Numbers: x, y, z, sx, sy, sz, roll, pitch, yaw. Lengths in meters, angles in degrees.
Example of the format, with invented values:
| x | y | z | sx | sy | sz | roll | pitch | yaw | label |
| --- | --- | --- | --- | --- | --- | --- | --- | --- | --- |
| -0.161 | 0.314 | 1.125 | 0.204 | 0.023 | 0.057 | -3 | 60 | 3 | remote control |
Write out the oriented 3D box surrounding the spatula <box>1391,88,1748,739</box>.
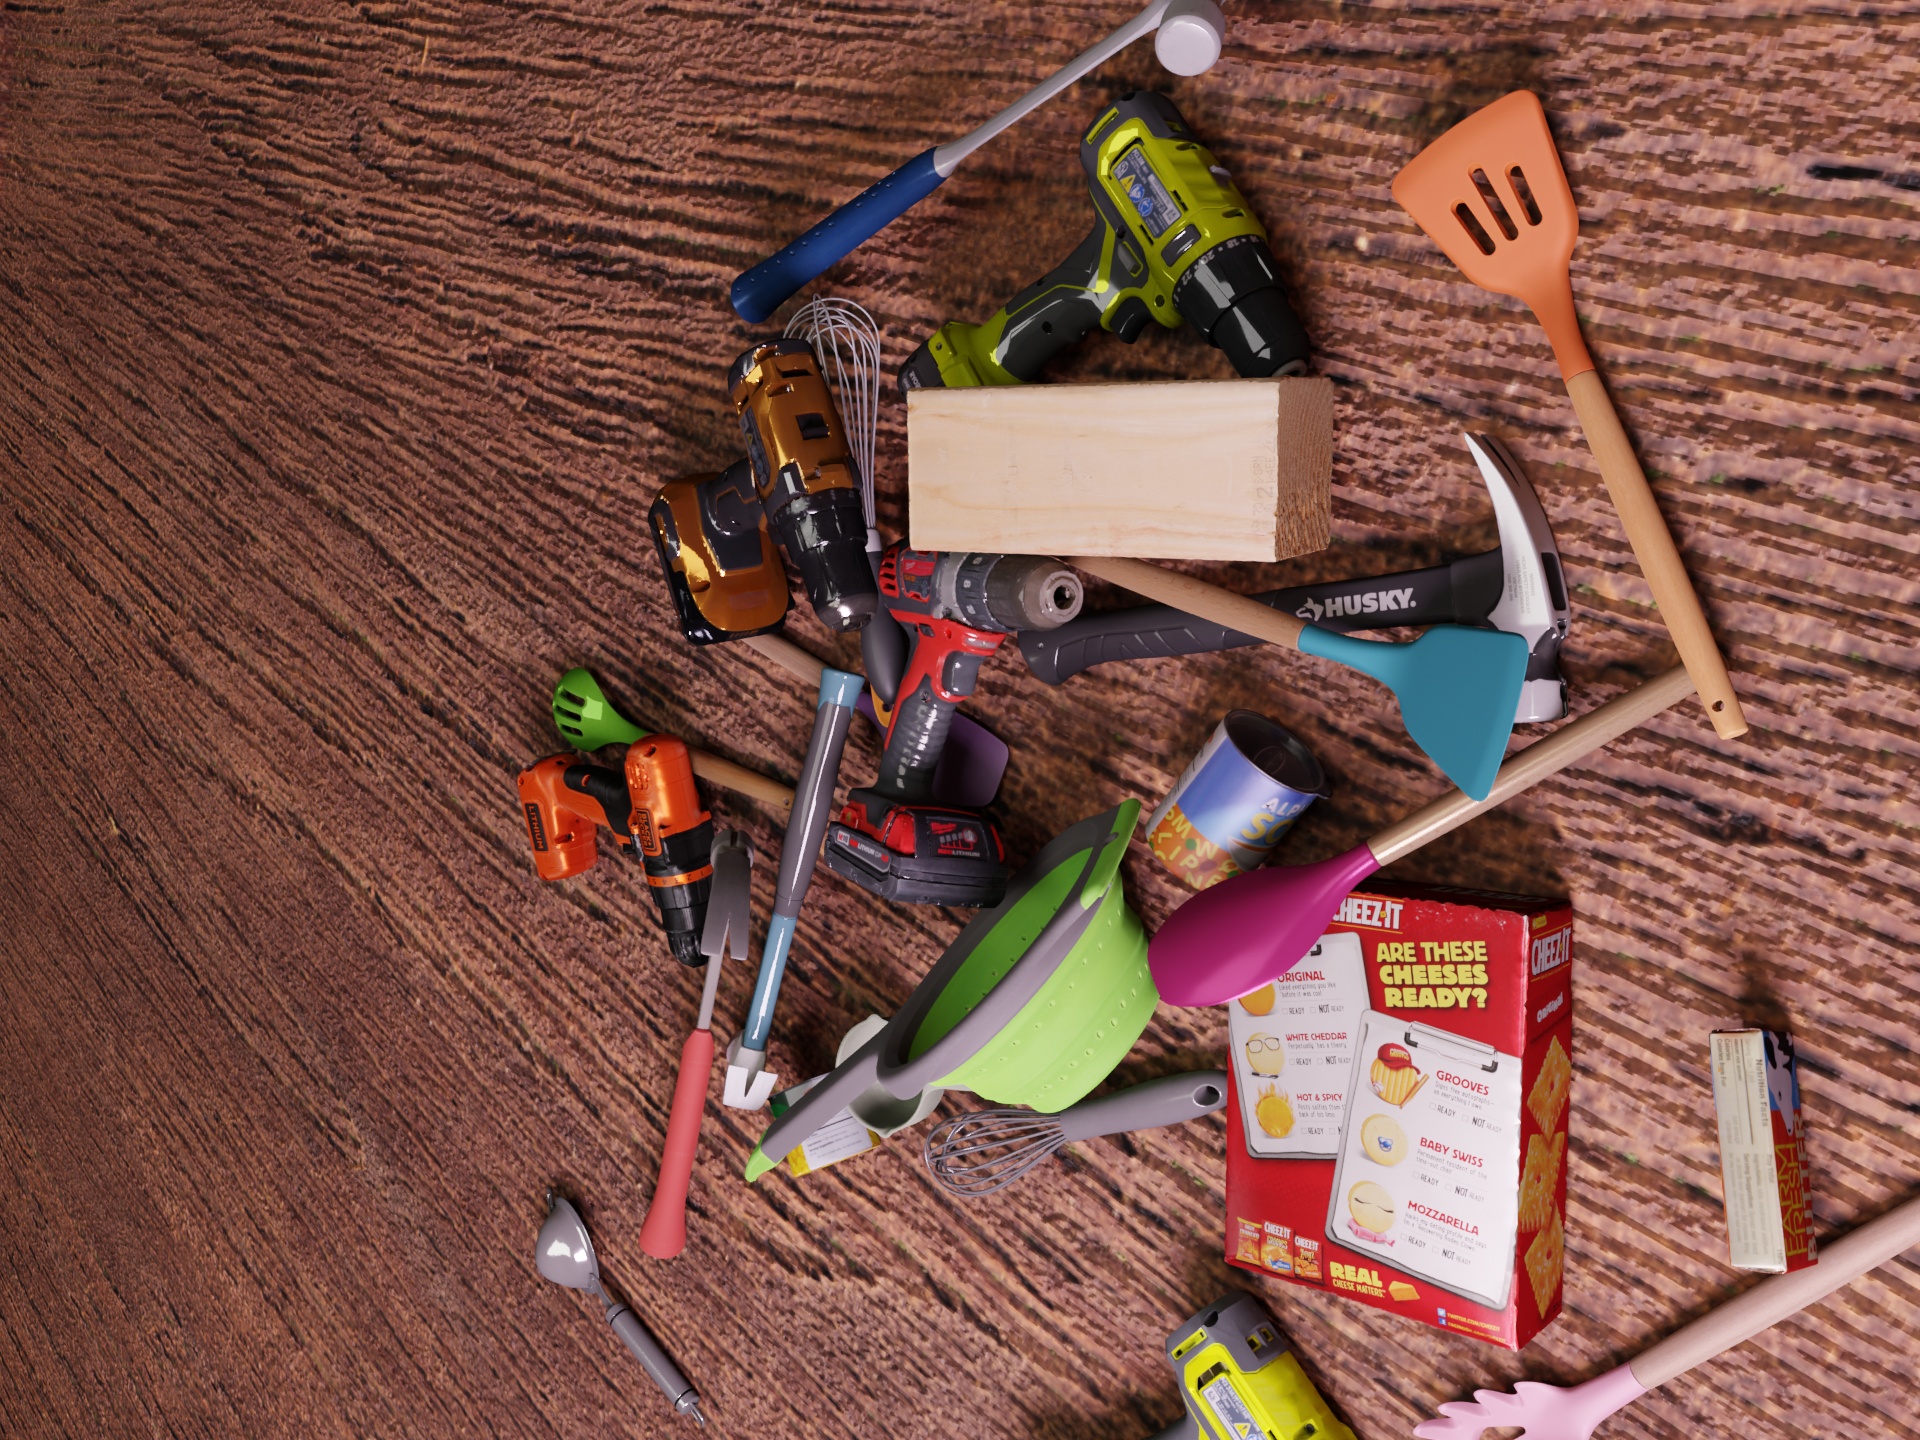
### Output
| x | y | z | sx | sy | sz | roll | pitch | yaw | label |
| --- | --- | --- | --- | --- | --- | --- | --- | --- | --- |
| 0.299 | -0.142 | 0.753 | 0.081 | 0.041 | 0.323 | -29 | 70 | 38 | spatula |

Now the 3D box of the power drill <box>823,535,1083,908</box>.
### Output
| x | y | z | sx | sy | sz | roll | pitch | yaw | label |
| --- | --- | --- | --- | --- | --- | --- | --- | --- | --- |
| -0.002 | -0.003 | 0.968 | 0.188 | 0.080 | 0.226 | 16 | 96 | 60 | power drill |

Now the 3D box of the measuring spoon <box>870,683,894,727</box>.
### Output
| x | y | z | sx | sy | sz | roll | pitch | yaw | label |
| --- | --- | --- | --- | --- | --- | --- | --- | --- | --- |
| -0.052 | -0.052 | 1.087 | 0.021 | 0.011 | 0.117 | -8 | 80 | 18 | measuring spoon |

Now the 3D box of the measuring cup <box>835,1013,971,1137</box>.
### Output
| x | y | z | sx | sy | sz | roll | pitch | yaw | label |
| --- | --- | --- | --- | --- | --- | --- | --- | --- | --- |
| -0.007 | 0.234 | 1.060 | 0.167 | 0.038 | 0.083 | -8 | 85 | 32 | measuring cup |

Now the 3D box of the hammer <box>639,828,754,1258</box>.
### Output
| x | y | z | sx | sy | sz | roll | pitch | yaw | label |
| --- | --- | --- | --- | --- | --- | --- | --- | --- | --- |
| -0.197 | 0.265 | 1.178 | 0.149 | 0.036 | 0.359 | -99 | 21 | -62 | hammer |

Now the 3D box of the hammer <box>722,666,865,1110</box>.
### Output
| x | y | z | sx | sy | sz | roll | pitch | yaw | label |
| --- | --- | --- | --- | --- | --- | --- | --- | --- | --- |
| -0.119 | 0.119 | 1.110 | 0.128 | 0.033 | 0.331 | -110 | 34 | -75 | hammer |

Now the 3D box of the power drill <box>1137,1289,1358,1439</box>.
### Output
| x | y | z | sx | sy | sz | roll | pitch | yaw | label |
| --- | --- | --- | --- | --- | --- | --- | --- | --- | --- |
| 0.137 | 0.462 | 0.919 | 0.223 | 0.080 | 0.171 | -51 | 61 | 28 | power drill |

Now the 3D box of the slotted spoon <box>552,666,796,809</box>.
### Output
| x | y | z | sx | sy | sz | roll | pitch | yaw | label |
| --- | --- | --- | --- | --- | --- | --- | --- | --- | --- |
| -0.229 | 0.021 | 1.246 | 0.314 | 0.031 | 0.070 | 19 | 110 | 38 | slotted spoon |

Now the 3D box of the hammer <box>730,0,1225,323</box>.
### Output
| x | y | z | sx | sy | sz | roll | pitch | yaw | label |
| --- | --- | --- | --- | --- | --- | --- | --- | --- | --- |
| 0.000 | -0.348 | 0.967 | 0.405 | 0.035 | 0.144 | -20 | 42 | 41 | hammer |

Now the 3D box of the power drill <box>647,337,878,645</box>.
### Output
| x | y | z | sx | sy | sz | roll | pitch | yaw | label |
| --- | --- | --- | --- | --- | --- | --- | --- | --- | --- |
| -0.127 | -0.120 | 1.056 | 0.226 | 0.084 | 0.185 | -35 | 70 | 58 | power drill |

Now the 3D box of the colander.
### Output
| x | y | z | sx | sy | sz | roll | pitch | yaw | label |
| --- | --- | --- | --- | --- | --- | --- | --- | --- | --- |
| 0.002 | 0.209 | 0.978 | 0.094 | 0.205 | 0.397 | 42 | 123 | -5 | colander |

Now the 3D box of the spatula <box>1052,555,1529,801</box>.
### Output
| x | y | z | sx | sy | sz | roll | pitch | yaw | label |
| --- | --- | --- | --- | --- | --- | --- | --- | --- | --- |
| 0.156 | -0.053 | 0.844 | 0.318 | 0.044 | 0.082 | 25 | 115 | 39 | spatula |

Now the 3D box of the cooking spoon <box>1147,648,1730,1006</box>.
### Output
| x | y | z | sx | sy | sz | roll | pitch | yaw | label |
| --- | --- | --- | --- | --- | --- | --- | --- | --- | --- |
| 0.227 | 0.053 | 0.787 | 0.319 | 0.017 | 0.069 | -33 | 45 | 18 | cooking spoon |

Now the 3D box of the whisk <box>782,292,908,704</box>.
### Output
| x | y | z | sx | sy | sz | roll | pitch | yaw | label |
| --- | --- | --- | --- | --- | --- | --- | --- | --- | --- |
| -0.070 | -0.150 | 1.070 | 0.070 | 0.070 | 0.285 | -15 | 83 | 41 | whisk |

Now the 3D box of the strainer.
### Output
| x | y | z | sx | sy | sz | roll | pitch | yaw | label |
| --- | --- | --- | --- | --- | --- | --- | --- | --- | --- |
| -0.292 | 0.488 | 1.322 | 0.259 | 0.050 | 0.086 | 38 | 132 | 30 | strainer |

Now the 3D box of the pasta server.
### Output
| x | y | z | sx | sy | sz | roll | pitch | yaw | label |
| --- | --- | --- | --- | --- | --- | --- | --- | --- | --- |
| 0.340 | 0.299 | 0.753 | 0.316 | 0.040 | 0.060 | -49 | 51 | 31 | pasta server |

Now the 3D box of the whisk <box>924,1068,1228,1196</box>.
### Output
| x | y | z | sx | sy | sz | roll | pitch | yaw | label |
| --- | --- | --- | --- | --- | --- | --- | --- | --- | --- |
| 0.070 | 0.252 | 0.984 | 0.239 | 0.055 | 0.055 | -25 | 76 | 35 | whisk |

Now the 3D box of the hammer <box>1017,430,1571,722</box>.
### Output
| x | y | z | sx | sy | sz | roll | pitch | yaw | label |
| --- | --- | --- | --- | --- | --- | --- | --- | --- | --- |
| 0.166 | -0.063 | 0.886 | 0.335 | 0.035 | 0.146 | -5 | 90 | 42 | hammer |

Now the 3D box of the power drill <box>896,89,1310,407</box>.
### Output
| x | y | z | sx | sy | sz | roll | pitch | yaw | label |
| --- | --- | --- | --- | --- | --- | --- | --- | --- | --- |
| 0.083 | -0.219 | 0.925 | 0.228 | 0.080 | 0.191 | -40 | 67 | 33 | power drill |

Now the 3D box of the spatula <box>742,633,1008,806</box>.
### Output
| x | y | z | sx | sy | sz | roll | pitch | yaw | label |
| --- | --- | --- | --- | --- | --- | --- | --- | --- | --- |
| -0.087 | -0.023 | 1.123 | 0.316 | 0.018 | 0.059 | 31 | 108 | 35 | spatula |
